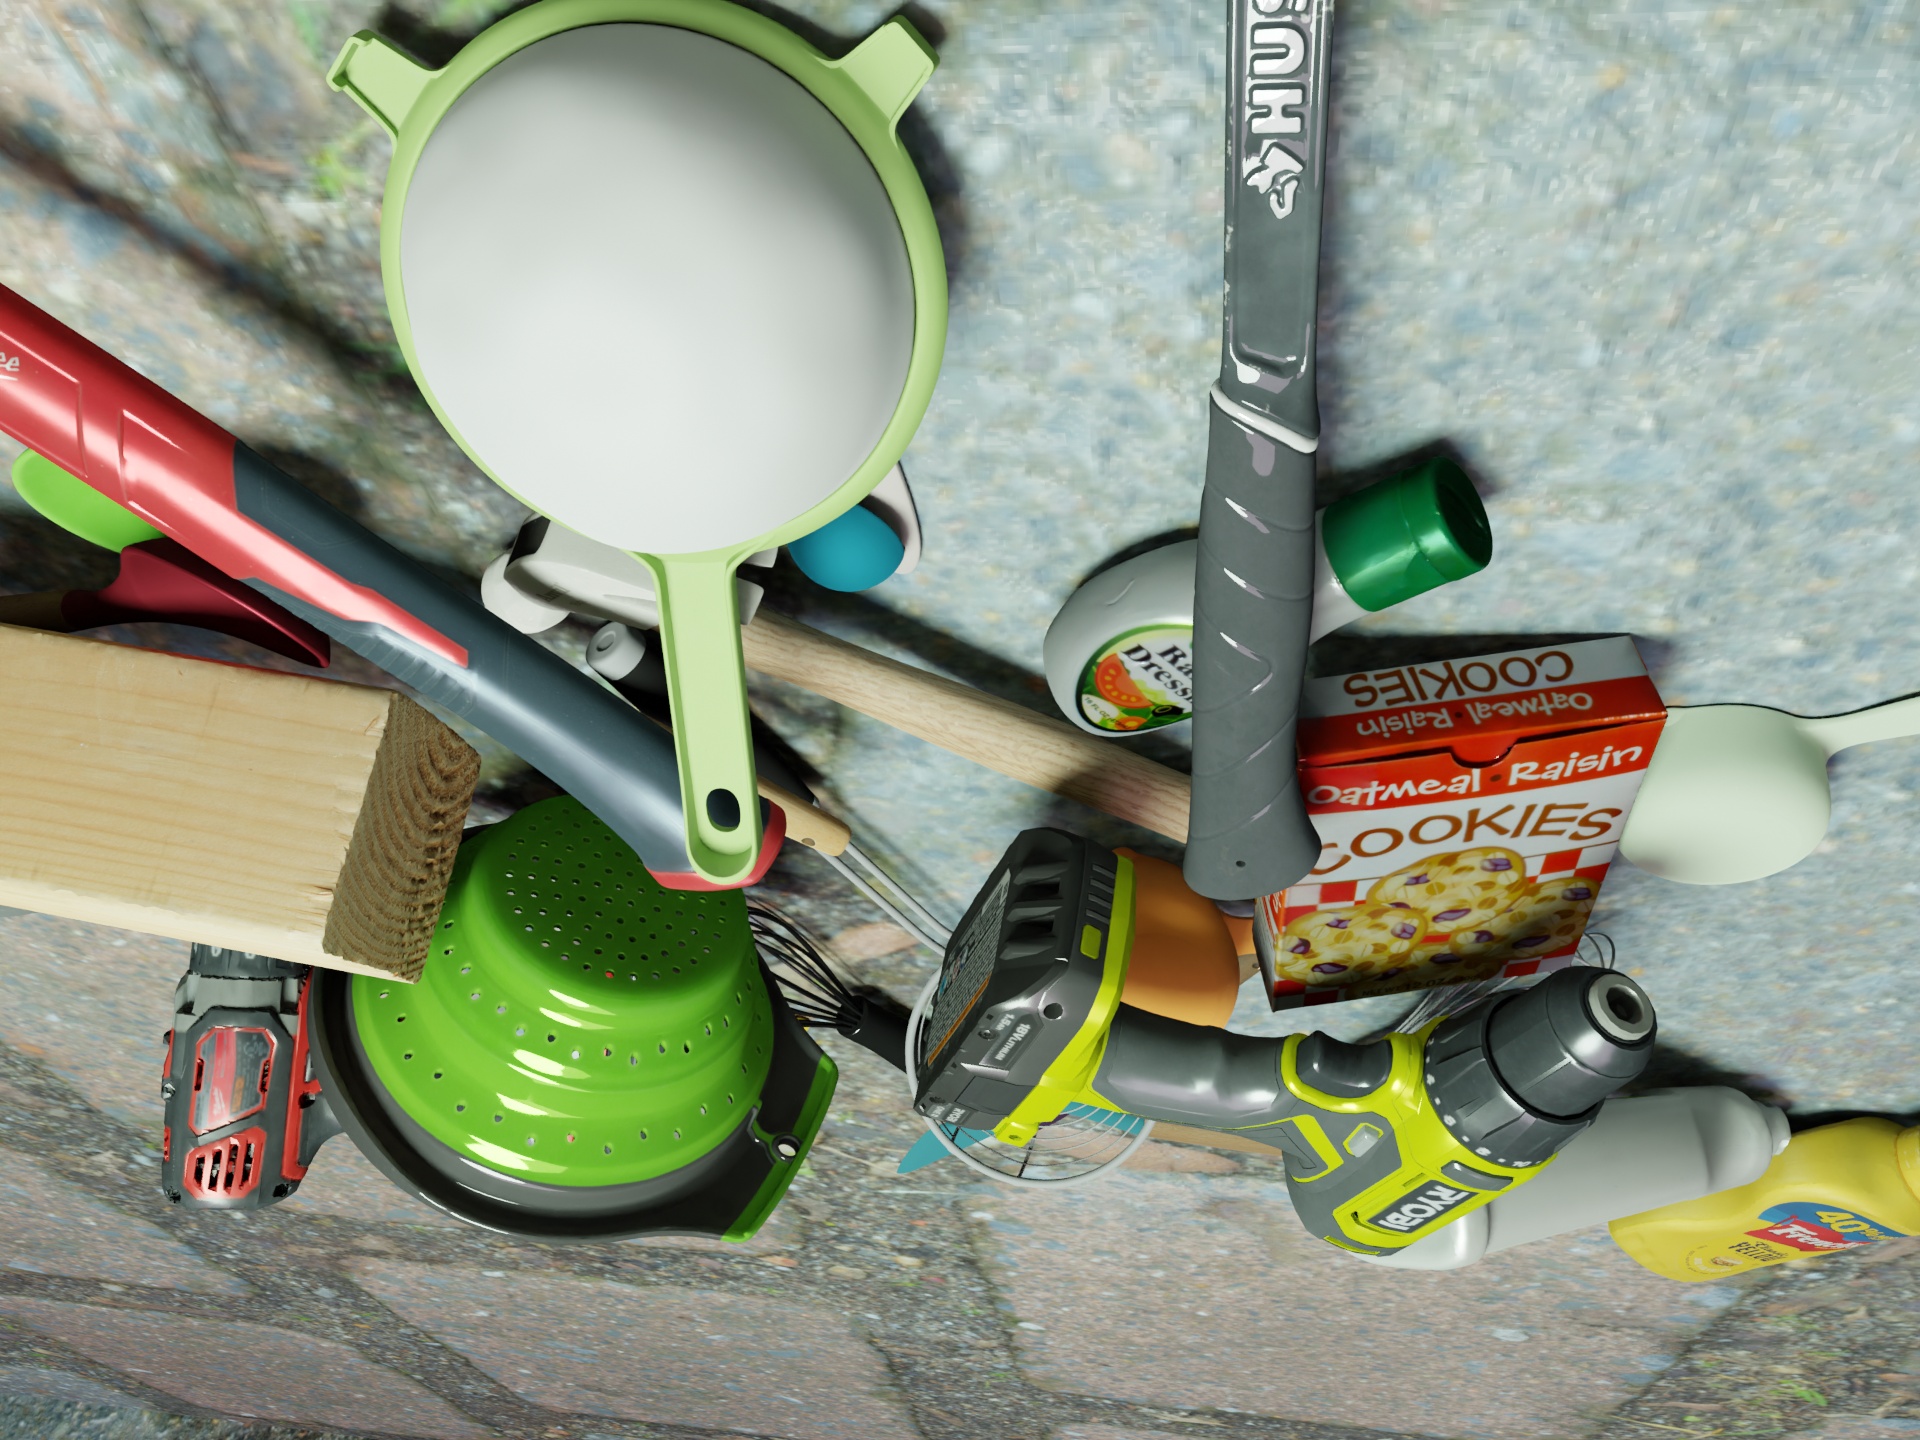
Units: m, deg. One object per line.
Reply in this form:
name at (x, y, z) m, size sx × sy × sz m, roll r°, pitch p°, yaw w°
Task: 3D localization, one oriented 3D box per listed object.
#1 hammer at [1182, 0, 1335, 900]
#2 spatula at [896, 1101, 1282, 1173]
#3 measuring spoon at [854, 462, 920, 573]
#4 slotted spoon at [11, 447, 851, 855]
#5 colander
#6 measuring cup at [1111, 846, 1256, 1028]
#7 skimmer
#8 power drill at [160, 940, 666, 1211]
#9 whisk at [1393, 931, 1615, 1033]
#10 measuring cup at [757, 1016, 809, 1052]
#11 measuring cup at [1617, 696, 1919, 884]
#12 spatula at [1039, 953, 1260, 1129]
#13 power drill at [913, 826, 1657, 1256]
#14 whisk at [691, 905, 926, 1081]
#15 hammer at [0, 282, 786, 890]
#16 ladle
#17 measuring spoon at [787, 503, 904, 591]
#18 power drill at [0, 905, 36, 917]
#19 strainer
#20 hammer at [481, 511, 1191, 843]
hammer at (0.070, -0.092, 0.391) m, size 0.149 × 0.036 × 0.408 m, roll 4°, pitch 136°, yaw 11°
spatula at (0.125, 0.240, 0.893) m, size 0.317 × 0.044 × 0.082 m, roll 10°, pitch 146°, yaw -11°
measuring spoon at (-0.032, -0.082, 0.500) m, size 0.034 × 0.018 × 0.124 m, roll -1°, pitch 146°, yaw 14°
slotted spoon at (-0.179, -0.024, 0.578) m, size 0.313 × 0.031 × 0.070 m, roll 28°, pitch 145°, yaw -13°
colander at (-0.222, 0.057, 0.648) m, size 0.397 × 0.205 × 0.094 m, roll 30°, pitch 126°, yaw 1°
measuring cup at (0.117, 0.104, 0.684) m, size 0.173 × 0.052 × 0.095 m, roll -5°, pitch 107°, yaw -2°
skimmer at (-0.031, 0.090, 0.688) m, size 0.127 × 0.090 × 0.362 m, roll -33°, pitch 131°, yaw 11°
power drill at (-0.258, 0.138, 0.767) m, size 0.226 × 0.188 × 0.080 m, roll 5°, pitch 177°, yaw -19°
whisk at (0.218, 0.163, 0.775) m, size 0.070 × 0.070 × 0.284 m, roll 18°, pitch 150°, yaw -14°
measuring cup at (-0.150, 0.192, 0.930) m, size 0.156 × 0.029 × 0.062 m, roll -26°, pitch 134°, yaw 24°
measuring cup at (0.308, 0.019, 0.551) m, size 0.167 × 0.038 × 0.083 m, roll -19°, pitch 137°, yaw 38°
spatula at (0.080, 0.174, 0.849) m, size 0.059 × 0.018 × 0.315 m, roll 19°, pitch 146°, yaw -16°
power drill at (0.113, 0.119, 0.583) m, size 0.228 × 0.080 × 0.190 m, roll 18°, pitch 142°, yaw -8°
whisk at (-0.056, 0.158, 0.834) m, size 0.055 × 0.055 × 0.238 m, roll -18°, pitch 141°, yaw 34°
hammer at (-0.197, -0.071, 0.451) m, size 0.386 × 0.038 × 0.143 m, roll 36°, pitch 109°, yaw -25°
ladle at (-0.339, -0.038, 0.589) m, size 0.315 × 0.031 × 0.069 m, roll -1°, pitch 149°, yaw 33°
measuring spoon at (-0.072, -0.077, 0.506) m, size 0.128 × 0.021 × 0.042 m, roll 36°, pitch 156°, yaw -30°
power drill at (-0.472, 0.014, 0.667) m, size 0.143 × 0.079 × 0.219 m, roll 14°, pitch 153°, yaw 26°
strainer at (-0.079, -0.052, 0.421) m, size 0.151 × 0.069 × 0.256 m, roll 1°, pitch 119°, yaw 5°
hammer at (-0.001, -0.002, 0.578) m, size 0.331 × 0.031 × 0.130 m, roll 22°, pitch 165°, yaw -25°
